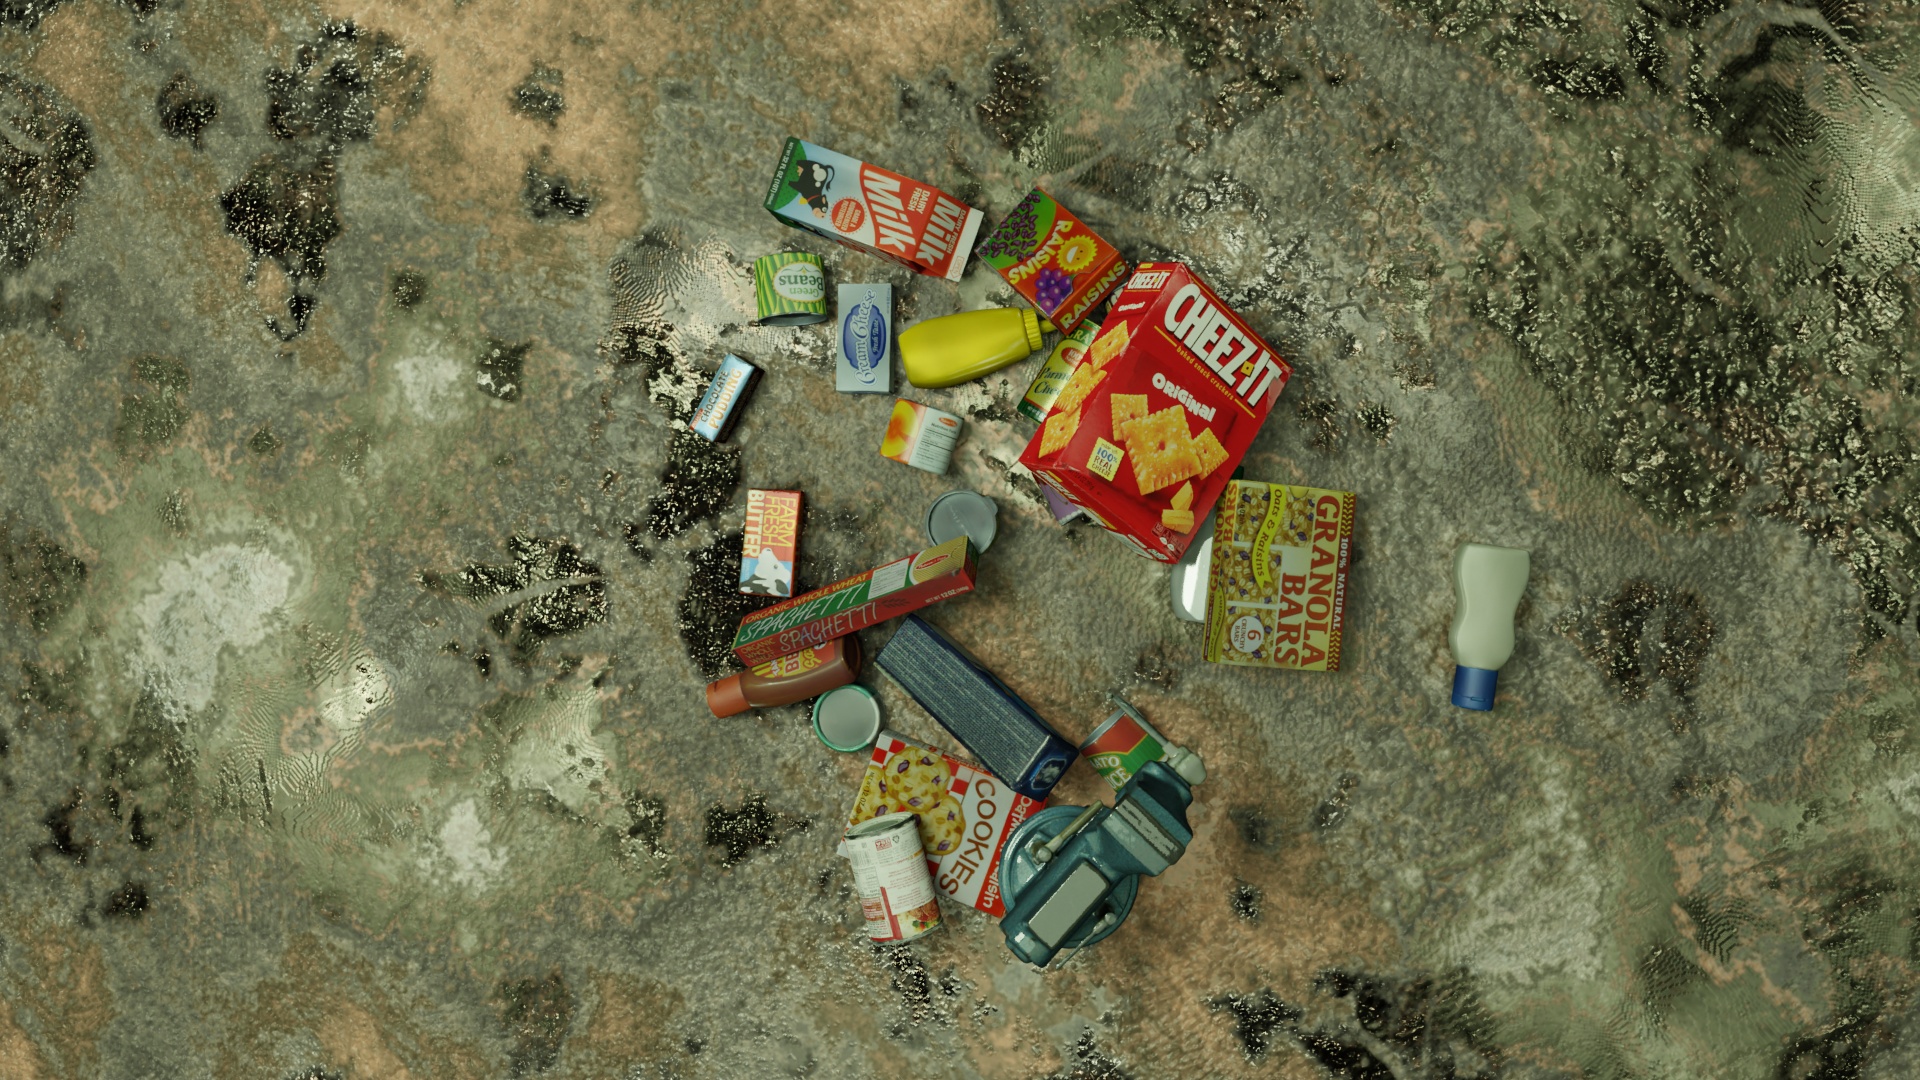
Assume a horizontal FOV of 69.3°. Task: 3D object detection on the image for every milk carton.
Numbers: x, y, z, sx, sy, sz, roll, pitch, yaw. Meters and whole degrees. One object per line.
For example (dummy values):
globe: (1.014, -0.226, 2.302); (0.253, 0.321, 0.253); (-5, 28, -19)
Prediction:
milk carton: (-0.078, -0.305, 1.295); (0.191, 0.073, 0.072); (20, 92, 5)

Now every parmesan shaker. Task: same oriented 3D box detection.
parmesan shaker: (0.107, -0.145, 1.277); (0.071, 0.071, 0.103); (33, 93, 5)

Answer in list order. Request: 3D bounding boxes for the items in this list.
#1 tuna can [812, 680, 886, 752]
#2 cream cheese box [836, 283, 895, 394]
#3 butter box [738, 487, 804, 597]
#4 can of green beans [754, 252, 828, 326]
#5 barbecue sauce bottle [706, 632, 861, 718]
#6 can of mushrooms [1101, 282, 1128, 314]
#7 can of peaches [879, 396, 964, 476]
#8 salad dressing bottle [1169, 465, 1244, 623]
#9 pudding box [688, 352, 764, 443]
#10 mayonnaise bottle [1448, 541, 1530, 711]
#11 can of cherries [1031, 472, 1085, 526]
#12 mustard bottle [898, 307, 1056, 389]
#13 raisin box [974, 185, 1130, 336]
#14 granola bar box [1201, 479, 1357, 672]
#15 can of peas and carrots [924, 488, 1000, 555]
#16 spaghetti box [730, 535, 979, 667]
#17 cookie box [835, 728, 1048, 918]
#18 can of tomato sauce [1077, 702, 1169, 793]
tuna can: (-0.108, 0.166, 1.317); (0.071, 0.033, 0.071); (0, 90, 6)
cream cheese box: (-0.090, -0.191, 1.321); (0.053, 0.024, 0.103); (1, 90, 8)
butter box: (-0.180, 0.002, 1.330); (0.053, 0.024, 0.103); (5, 90, 7)
can of green beans: (-0.159, -0.236, 1.307); (0.071, 0.071, 0.058); (-4, 89, 6)
barbecue sauce bottle: (-0.167, 0.129, 1.312); (0.148, 0.065, 0.043); (-21, 122, 14)
can of mushrooms: (0.163, -0.218, 1.272); (0.071, 0.071, 0.033); (-24, 89, 6)
can of peaches: (-0.037, -0.097, 1.296); (0.071, 0.071, 0.058); (18, 93, 6)
salad dressing bottle: (0.231, 0.002, 1.276); (0.064, 0.044, 0.147); (10, 90, 2)
pudding box: (-0.223, -0.135, 1.322); (0.030, 0.049, 0.083); (30, 93, 4)
mayonnaise bottle: (0.471, 0.078, 1.252); (0.065, 0.041, 0.148); (8, 92, 8)
can of cherries: (0.105, -0.052, 1.280); (0.071, 0.071, 0.058); (-30, 87, 6)
mustard bottle: (0.026, -0.185, 1.296); (0.160, 0.049, 0.065); (-12, 87, 5)
raisin box: (0.083, -0.256, 1.267); (0.086, 0.040, 0.124); (-44, 56, 4)
granola bar box: (0.287, 0.032, 1.249); (0.124, 0.039, 0.165); (5, 91, -19)
can of peas and carrots: (0.005, -0.016, 1.293); (0.071, 0.059, 0.071); (0, 90, 6)
spaghetti box: (-0.098, 0.057, 1.274); (0.249, 0.050, 0.028); (-20, 123, 22)
cookie box: (-0.016, 0.265, 1.303); (0.167, 0.040, 0.123); (20, 92, 6)
can of tomato sauce: (0.158, 0.202, 1.271); (0.071, 0.071, 0.083); (-42, 86, 5)
